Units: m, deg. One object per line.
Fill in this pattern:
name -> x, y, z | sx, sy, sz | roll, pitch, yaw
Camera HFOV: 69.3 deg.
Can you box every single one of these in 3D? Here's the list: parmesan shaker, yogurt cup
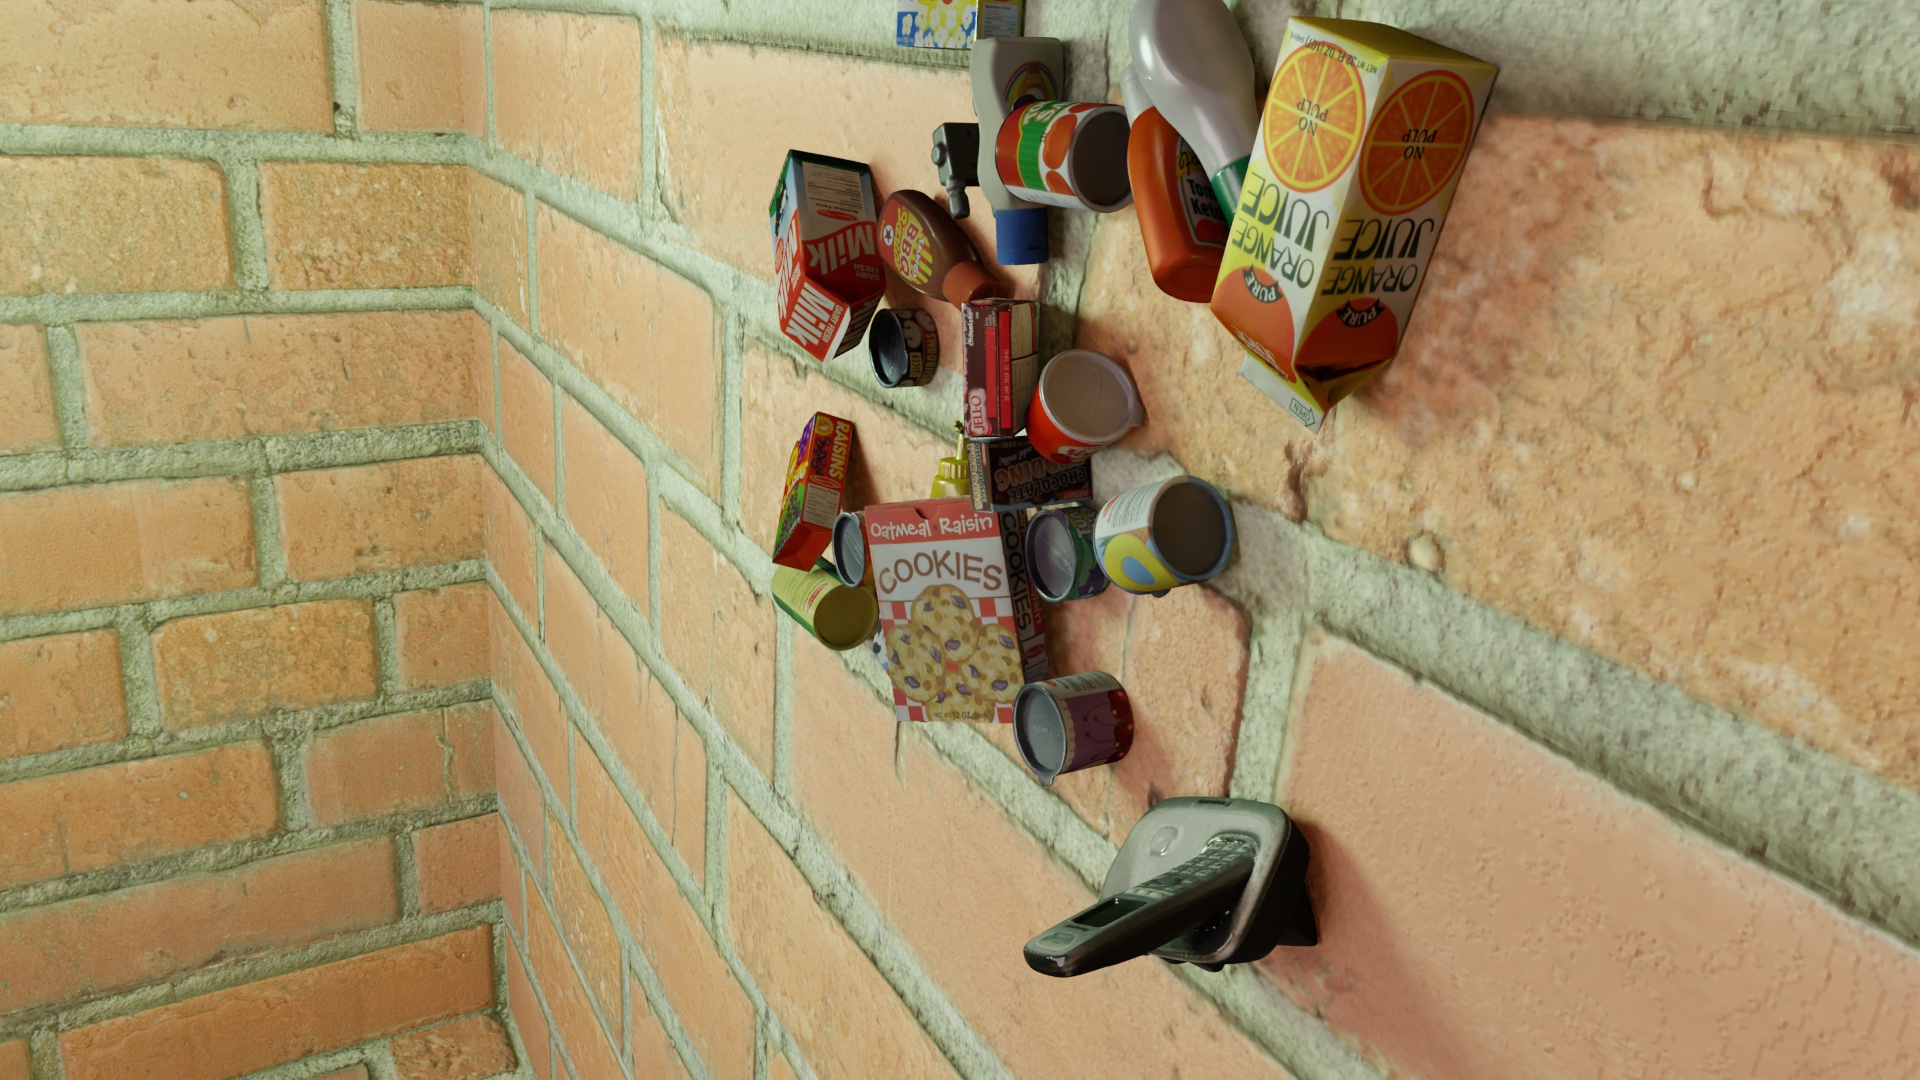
parmesan shaker -> -0.127, 0.053, 1.308 | 0.103, 0.071, 0.071 | 30, 122, 56
yogurt cup -> 0.076, -0.085, 0.916 | 0.053, 0.072, 0.072 | 129, 127, -62

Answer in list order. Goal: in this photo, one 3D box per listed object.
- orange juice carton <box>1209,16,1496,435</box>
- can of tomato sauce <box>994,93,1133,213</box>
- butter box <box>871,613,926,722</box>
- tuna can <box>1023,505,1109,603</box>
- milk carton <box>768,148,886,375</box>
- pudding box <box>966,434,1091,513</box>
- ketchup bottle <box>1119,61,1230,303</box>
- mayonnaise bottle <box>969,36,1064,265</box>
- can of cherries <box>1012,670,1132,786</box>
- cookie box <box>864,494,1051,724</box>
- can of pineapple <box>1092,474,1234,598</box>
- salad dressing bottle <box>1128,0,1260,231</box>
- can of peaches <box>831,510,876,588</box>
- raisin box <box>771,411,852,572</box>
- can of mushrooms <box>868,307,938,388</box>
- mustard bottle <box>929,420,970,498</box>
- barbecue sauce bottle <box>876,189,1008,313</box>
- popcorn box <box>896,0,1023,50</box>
orange juice carton -> 0.185, -0.153, 0.695 | 0.072, 0.073, 0.191 | 48, 136, 45
can of tomato sauce -> 0.071, -0.247, 0.883 | 0.083, 0.071, 0.071 | 29, 121, 54
butter box -> -0.043, 0.105, 1.208 | 0.104, 0.024, 0.052 | 51, 137, 43
tuna can -> 0.075, 0.007, 0.967 | 0.071, 0.033, 0.071 | 21, 115, 57
milk carton -> -0.112, -0.232, 1.164 | 0.072, 0.073, 0.191 | 122, 146, -48
pudding box -> 0.047, -0.047, 0.952 | 0.030, 0.084, 0.049 | 8, 103, 60
ketchup bottle -> 0.124, -0.212, 0.806 | 0.043, 0.065, 0.149 | -30, 61, 41
mayonnaise bottle -> 0.040, -0.263, 0.943 | 0.041, 0.065, 0.147 | 20, 118, 54
can of cherries -> 0.078, 0.130, 0.965 | 0.071, 0.058, 0.071 | 20, 113, 57
cookie box -> -0.002, 0.050, 1.028 | 0.123, 0.040, 0.167 | -4, 98, 35
can of pineapple -> 0.125, -0.002, 0.846 | 0.057, 0.071, 0.071 | -18, 80, 60
salad dressing bottle -> 0.141, -0.238, 0.771 | 0.148, 0.064, 0.044 | 69, 157, 9
can of peaches -> -0.071, 0.004, 1.202 | 0.071, 0.058, 0.071 | 19, 112, 58
raisin box -> -0.137, -0.045, 1.282 | 0.085, 0.040, 0.124 | 130, 151, -54
can of mushrooms -> -0.046, -0.158, 1.147 | 0.071, 0.033, 0.071 | 19, 112, 58
mustard bottle -> 0.004, -0.013, 1.073 | 0.065, 0.049, 0.159 | 14, 108, 50
barbecue sauce bottle -> -0.014, -0.214, 1.066 | 0.149, 0.044, 0.064 | 50, 136, 44
popcorn box -> -0.002, -0.401, 1.007 | 0.127, 0.038, 0.085 | 32, 123, 54
